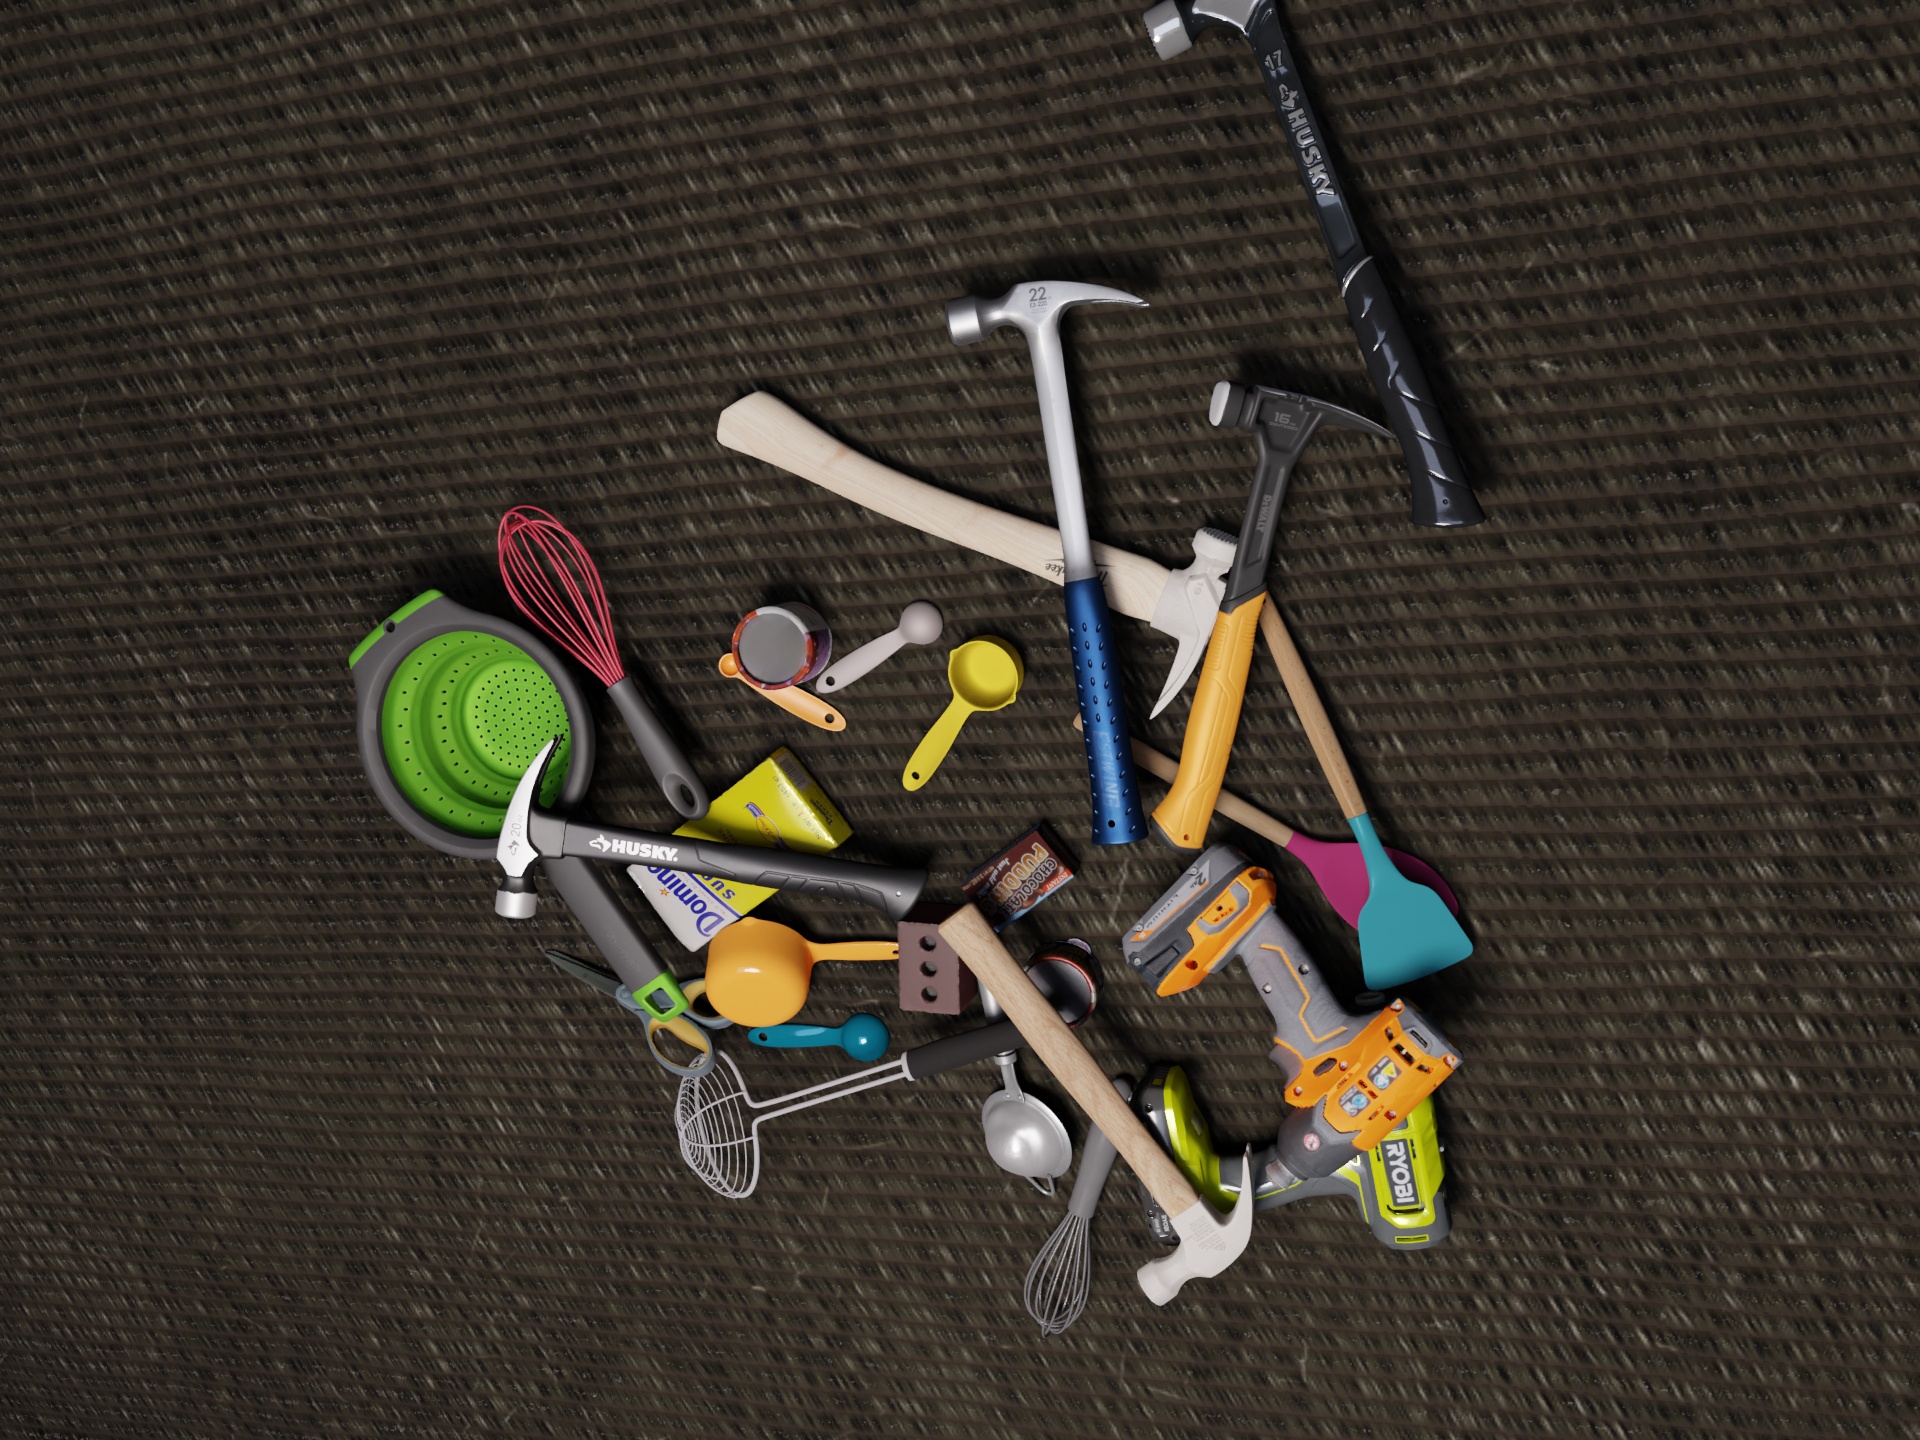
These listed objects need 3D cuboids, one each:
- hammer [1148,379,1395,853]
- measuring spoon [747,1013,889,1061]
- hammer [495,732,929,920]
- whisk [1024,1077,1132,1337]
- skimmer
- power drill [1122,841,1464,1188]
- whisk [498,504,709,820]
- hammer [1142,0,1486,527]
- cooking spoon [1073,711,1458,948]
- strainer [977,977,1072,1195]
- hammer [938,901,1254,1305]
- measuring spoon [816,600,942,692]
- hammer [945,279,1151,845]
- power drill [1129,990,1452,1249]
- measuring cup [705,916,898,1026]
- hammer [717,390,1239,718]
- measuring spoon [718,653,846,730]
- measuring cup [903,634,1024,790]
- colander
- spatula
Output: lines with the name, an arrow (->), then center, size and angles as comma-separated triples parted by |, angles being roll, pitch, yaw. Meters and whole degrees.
hammer -> 0.203, -0.064, 1.132 | 0.127, 0.034, 0.336 | 11, 104, -9
measuring spoon -> -0.124, 0.272, 1.351 | 0.128, 0.021, 0.042 | -3, 102, 16
hammer -> -0.192, 0.104, 1.249 | 0.334, 0.035, 0.146 | 9, 97, -2
whisk -> 0.102, 0.401, 1.307 | 0.055, 0.055, 0.239 | 18, 103, 11
skimmer -> -0.085, 0.299, 1.314 | 0.363, 0.090, 0.127 | -21, 76, 18
power drill -> 0.226, 0.217, 1.159 | 0.164, 0.084, 0.227 | -48, 68, 8
whisk -> -0.287, -0.046, 1.289 | 0.073, 0.073, 0.296 | -33, 88, 21
hammer -> 0.263, -0.318, 1.063 | 0.149, 0.036, 0.409 | -21, 90, 18
cooking spoon -> 0.226, 0.076, 1.202 | 0.319, 0.017, 0.068 | 30, 99, 7
strainer -> 0.036, 0.280, 1.289 | 0.087, 0.050, 0.258 | -3, 104, 37
hammer -> 0.100, 0.274, 1.200 | 0.130, 0.031, 0.331 | -39, 87, 14
measuring spoon -> -0.068, -0.053, 1.257 | 0.124, 0.018, 0.034 | -31, 93, 22
hammer -> 0.091, -0.113, 1.141 | 0.144, 0.035, 0.405 | -8, 95, 17
power drill -> 0.250, 0.313, 1.223 | 0.228, 0.080, 0.190 | -11, 96, 16
measuring cup -> -0.126, 0.210, 1.309 | 0.173, 0.052, 0.095 | -4, 130, 8
hammer -> -0.001, -0.143, 1.207 | 0.411, 0.038, 0.146 | 23, 110, 10
measuring spoon -> -0.144, -0.022, 1.294 | 0.117, 0.011, 0.021 | 28, 98, 5
measuring cup -> -0.002, -0.004, 1.252 | 0.062, 0.029, 0.156 | 38, 122, 5
colander -> -0.339, 0.073, 1.323 | 0.204, 0.094, 0.397 | -35, 91, 15
spatula -> 0.279, 0.045, 1.168 | 0.082, 0.044, 0.317 | -23, 88, 11
